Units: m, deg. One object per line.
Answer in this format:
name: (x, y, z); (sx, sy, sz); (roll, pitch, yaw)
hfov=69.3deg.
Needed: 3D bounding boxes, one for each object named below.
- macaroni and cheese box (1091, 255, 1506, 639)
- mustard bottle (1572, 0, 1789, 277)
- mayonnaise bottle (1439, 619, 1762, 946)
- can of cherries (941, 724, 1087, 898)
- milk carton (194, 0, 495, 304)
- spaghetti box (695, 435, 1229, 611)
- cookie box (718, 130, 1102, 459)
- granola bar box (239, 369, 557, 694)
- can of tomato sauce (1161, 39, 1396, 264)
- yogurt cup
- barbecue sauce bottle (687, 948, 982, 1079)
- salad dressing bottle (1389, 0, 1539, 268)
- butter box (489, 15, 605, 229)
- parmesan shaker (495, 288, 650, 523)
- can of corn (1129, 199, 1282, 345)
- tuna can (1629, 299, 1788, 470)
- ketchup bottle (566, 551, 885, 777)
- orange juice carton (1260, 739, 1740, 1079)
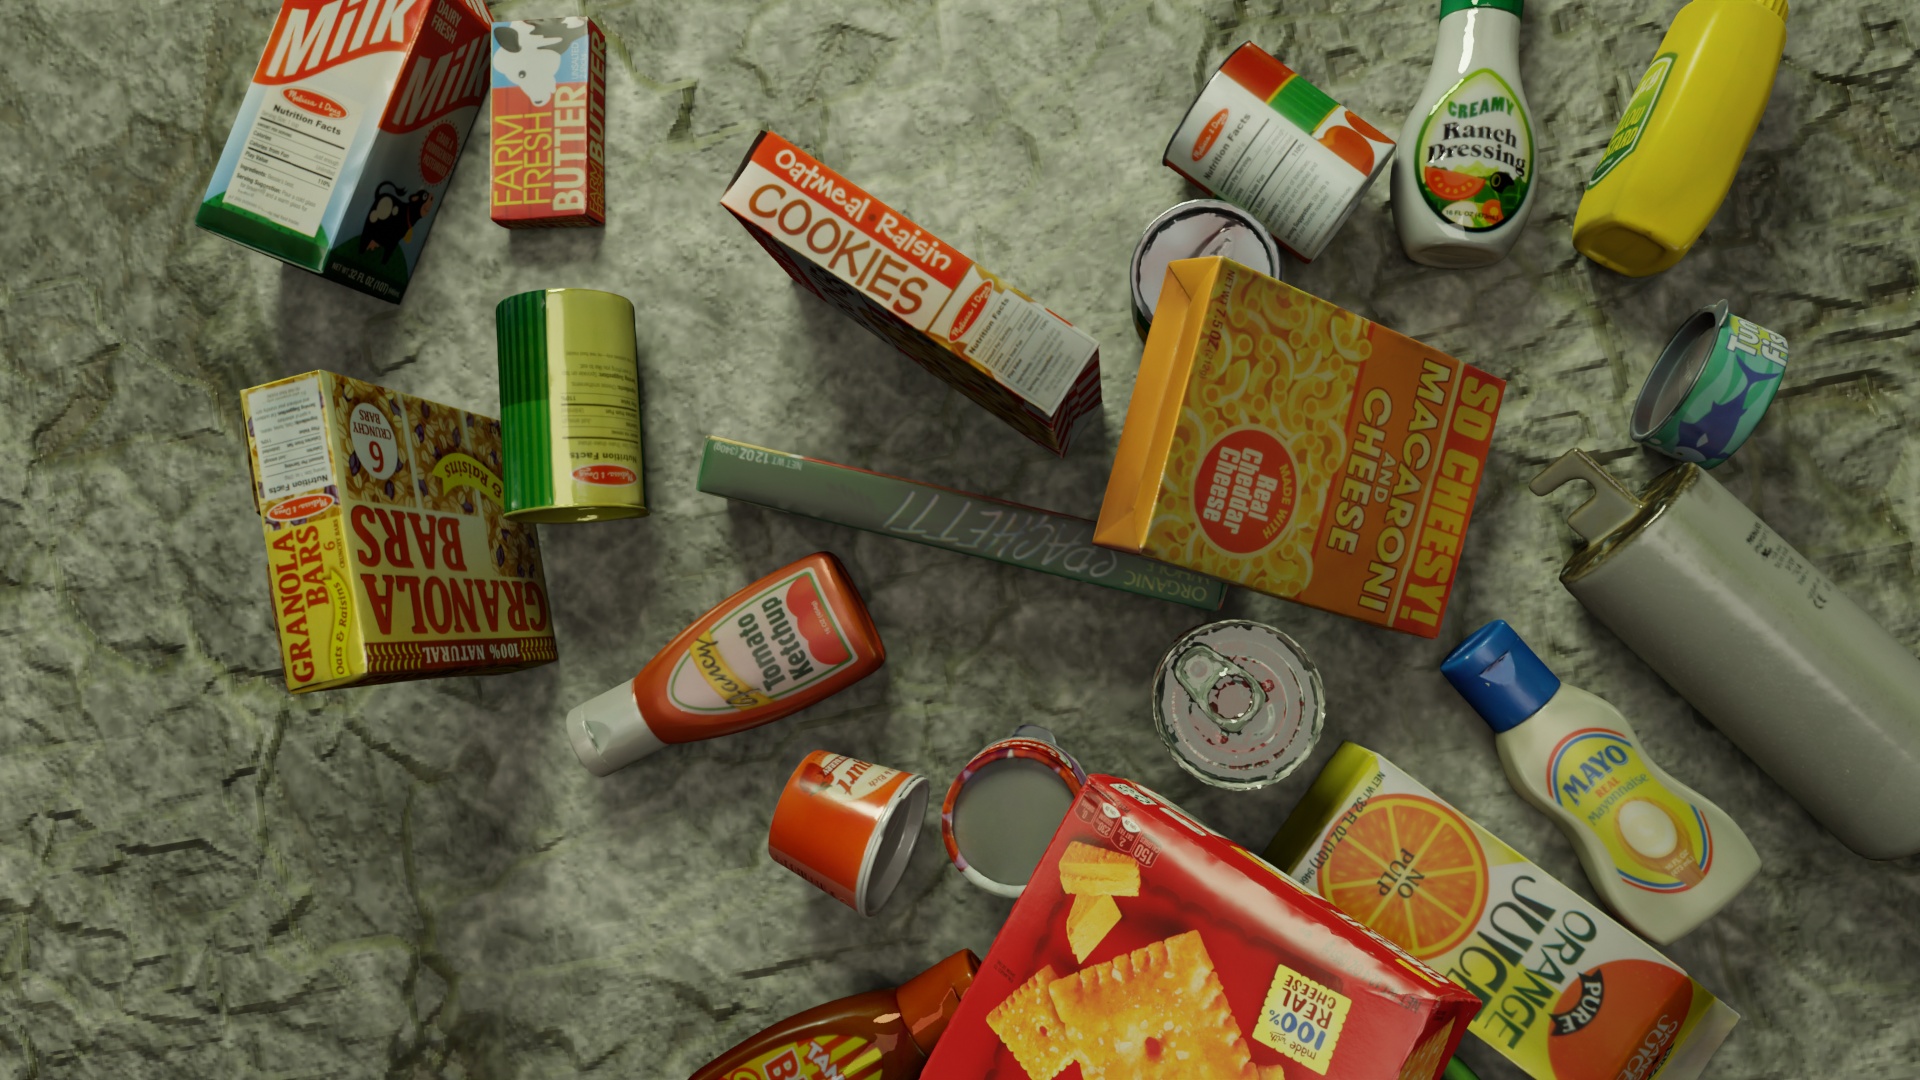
macaroni and cheese box: (0.148, -0.036, 0.595); (0.166, 0.040, 0.123); (16, 89, -28)
mustard bottle: (0.328, -0.197, 0.619); (0.049, 0.065, 0.160); (27, 84, 3)
mayonnaise bottle: (0.275, 0.102, 0.611); (0.065, 0.041, 0.148); (-41, 83, 4)
can of cherries: (0.027, 0.121, 0.631); (0.071, 0.058, 0.071); (0, 87, 7)
milk carton: (-0.291, -0.223, 0.687); (0.073, 0.072, 0.190); (21, 90, 8)
spaghetti box: (0.002, -0.008, 0.648); (0.250, 0.050, 0.028); (13, 90, 7)
cookie box: (-0.015, -0.106, 0.620); (0.167, 0.123, 0.040); (34, 90, 8)
granola bar box: (-0.243, 0.000, 0.618); (0.039, 0.165, 0.124); (-12, 85, 8)
can of tomato sauce: (0.146, -0.178, 0.636); (0.083, 0.071, 0.071); (38, 91, 7)
yogurt cup: (-0.052, 0.131, 0.638); (0.054, 0.072, 0.072); (19, 89, 16)
barbecue sauce bottle: (-0.052, 0.240, 0.639); (0.148, 0.043, 0.065); (-31, 82, 3)
salad dressing bottle: (0.234, -0.202, 0.637); (0.064, 0.044, 0.147); (7, 87, 3)
butter box: (-0.208, -0.209, 0.700); (0.053, 0.024, 0.103); (-2, 85, 7)
parmesan shaker: (-0.185, -0.062, 0.668); (0.071, 0.071, 0.103); (-5, 85, 7)
can of corn: (0.113, -0.114, 0.638); (0.071, 0.058, 0.071); (0, 86, 7)
tuna can: (0.326, -0.068, 0.604); (0.033, 0.071, 0.071); (26, 90, 6)
ketchup bottle: (-0.113, 0.064, 0.659); (0.149, 0.043, 0.065); (-27, 84, 5)
orange juice carton: (0.231, 0.172, 0.596); (0.193, 0.073, 0.072); (36, 91, 7)
